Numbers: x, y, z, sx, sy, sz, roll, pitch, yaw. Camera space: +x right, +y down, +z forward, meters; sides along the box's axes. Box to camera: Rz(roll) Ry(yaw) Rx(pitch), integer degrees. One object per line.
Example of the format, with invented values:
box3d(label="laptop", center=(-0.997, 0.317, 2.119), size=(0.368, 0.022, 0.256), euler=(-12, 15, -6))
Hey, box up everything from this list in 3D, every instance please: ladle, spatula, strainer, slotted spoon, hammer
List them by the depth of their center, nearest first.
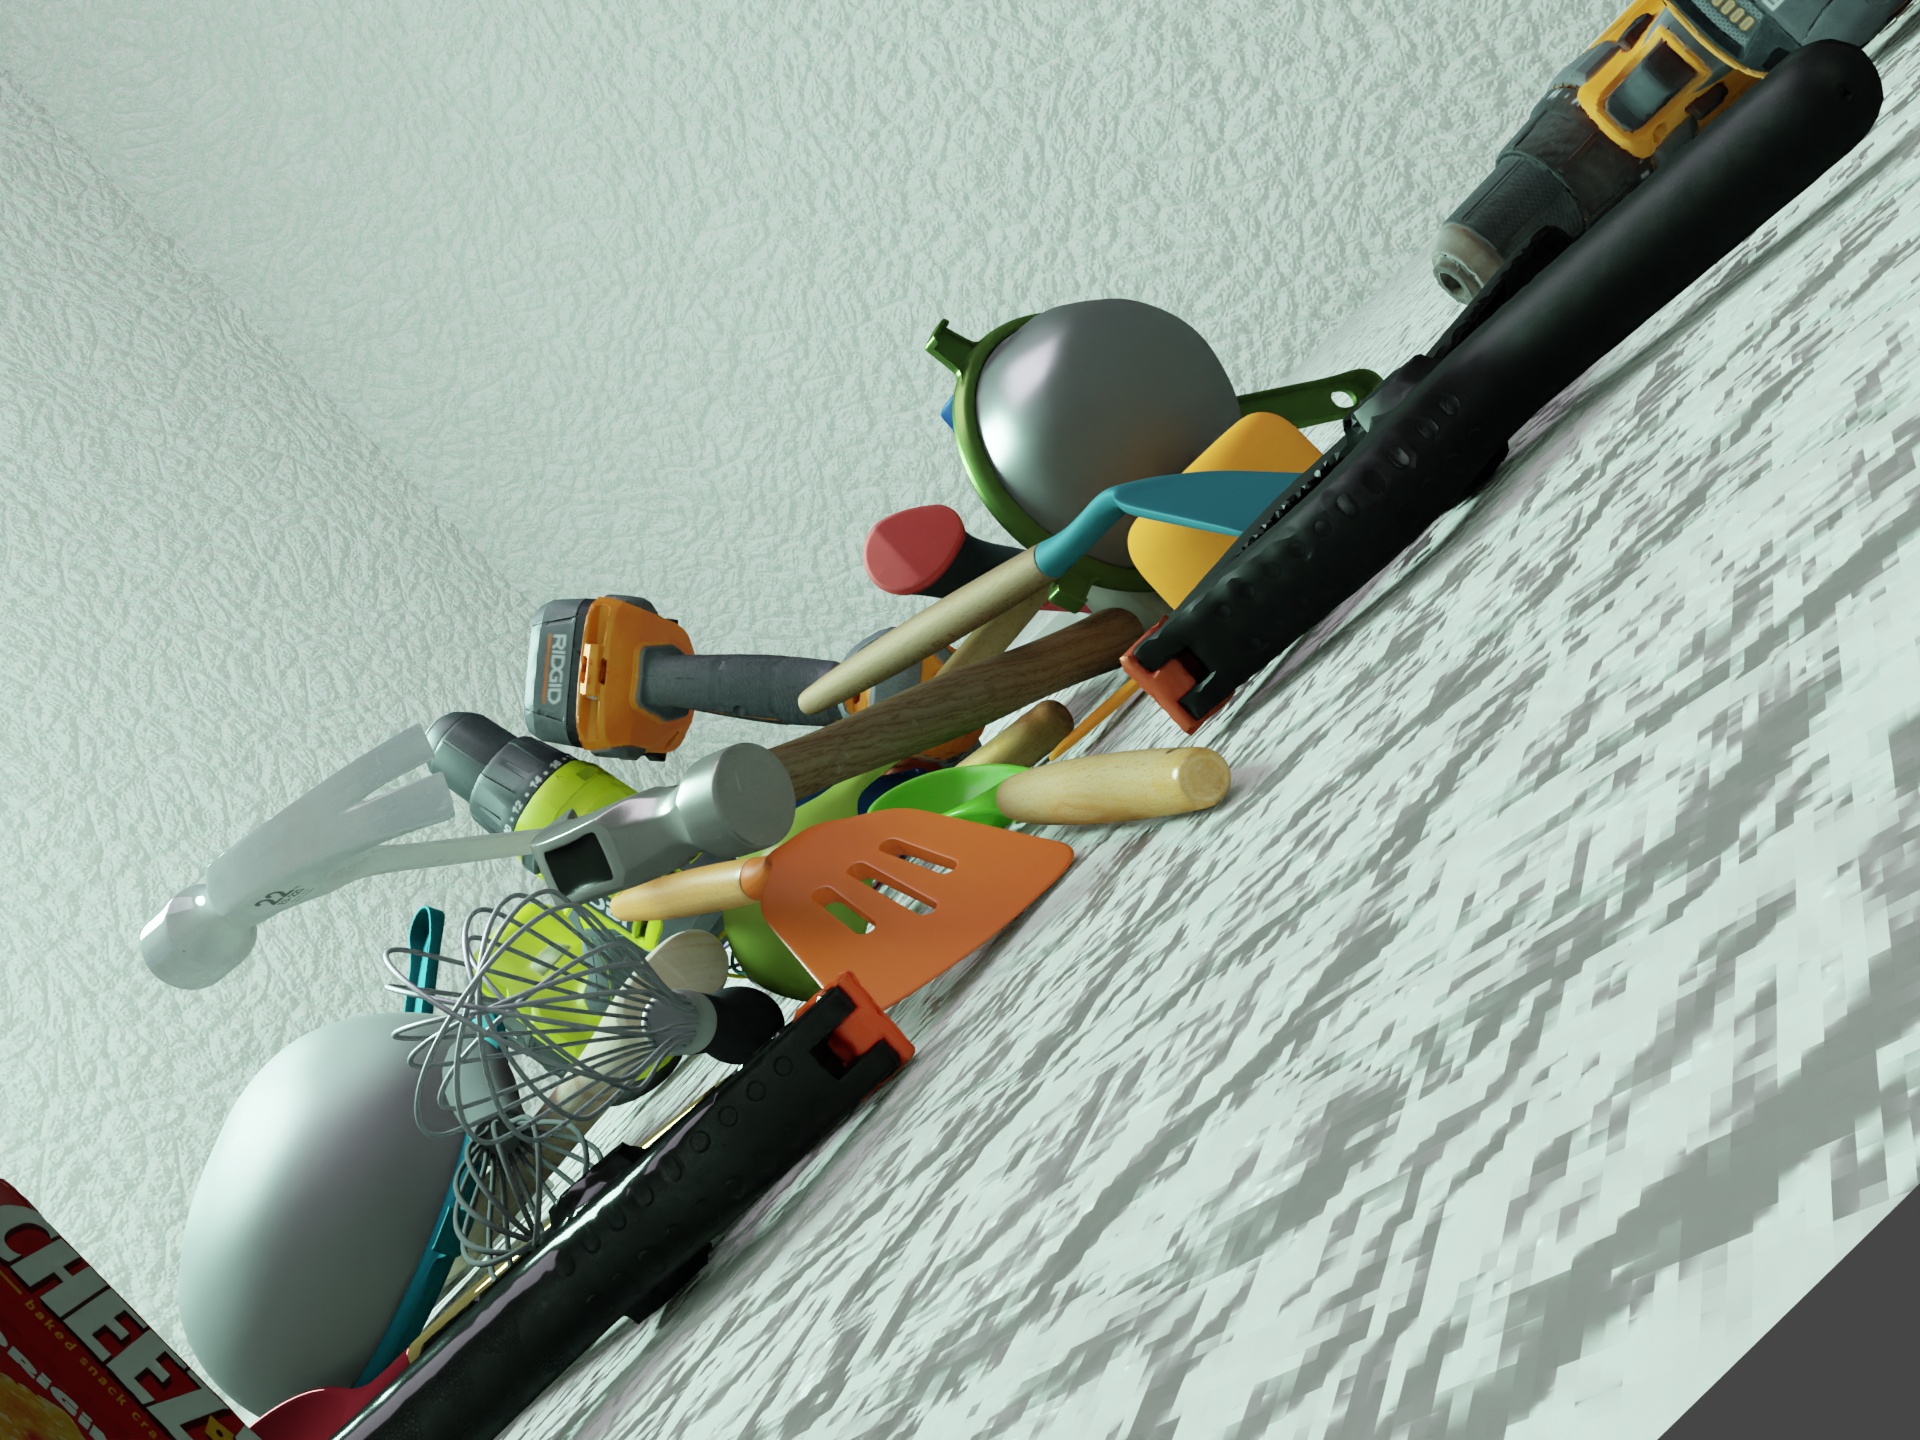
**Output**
box3d(label="slotted spoon", center=(0.022, 0.025, 0.498), size=(0.070, 0.031, 0.314), euler=(-16, -1, -12))
box3d(label="spatula", center=(-0.074, 0.065, 0.559), size=(0.081, 0.041, 0.322), euler=(-35, 7, -27))
box3d(label="hammer", center=(-0.023, 0.003, 0.596), size=(0.130, 0.031, 0.331), euler=(-20, 2, 37))
box3d(label="ladle", center=(-0.186, 0.224, 0.597), size=(0.315, 0.031, 0.069), euler=(-41, 24, 16))
box3d(label="spatula", center=(0.023, -0.043, 0.625), size=(0.082, 0.044, 0.317), euler=(-24, -1, -40))
box3d(label="hammer", center=(-0.130, 0.045, 0.700), size=(0.144, 0.035, 0.405), euler=(-33, -16, 29))
box3d(label="ladle", center=(-0.001, -0.002, 0.720), size=(0.078, 0.062, 0.320), euler=(-21, 22, 48))
box3d(label="strainer", center=(0.120, -0.151, 0.747), size=(0.256, 0.151, 0.069), euler=(-17, -16, -30))
box3d(label="hammer", center=(-0.199, 0.202, 0.777), size=(0.410, 0.038, 0.146), euler=(-48, -2, 43))
box3d(label="strainer", center=(-0.312, 0.187, 0.790), size=(0.211, 0.095, 0.341), euler=(-54, 27, 19))
box3d(label="hammer", center=(0.027, -0.067, 0.882), size=(0.143, 0.038, 0.386), euler=(-44, -13, 16))

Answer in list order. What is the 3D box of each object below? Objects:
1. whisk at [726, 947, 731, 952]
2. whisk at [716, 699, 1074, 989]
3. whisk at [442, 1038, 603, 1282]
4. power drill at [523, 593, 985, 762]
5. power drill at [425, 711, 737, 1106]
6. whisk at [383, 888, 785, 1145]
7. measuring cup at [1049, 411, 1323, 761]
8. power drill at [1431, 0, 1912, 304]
box3d(label="whisk", center=(-0.063, 0.074, 0.994), size=(0.059, 0.057, 0.246), euler=(3, 30, 37))
box3d(label="whisk", center=(-0.036, 0.063, 0.764), size=(0.245, 0.047, 0.051), euler=(-38, 16, 29))
box3d(label="whisk", center=(-0.174, 0.154, 0.600), size=(0.055, 0.055, 0.239), euler=(-45, 19, -15))
box3d(label="power drill", center=(-0.096, -0.014, 0.852), size=(0.164, 0.226, 0.084), euler=(22, -108, -78))
box3d(label="power drill", center=(-0.218, 0.105, 0.890), size=(0.080, 0.190, 0.228), euler=(-50, -13, -40))
box3d(label="whisk", center=(-0.102, 0.096, 0.512), size=(0.070, 0.070, 0.284), euler=(-44, -14, -2))
box3d(label="measuring cup", center=(0.081, -0.057, 0.640), size=(0.173, 0.052, 0.095), euler=(-43, 2, -17))
box3d(label="power drill", center=(0.257, -0.239, 0.555), size=(0.185, 0.084, 0.226), euler=(-45, -2, 3))
